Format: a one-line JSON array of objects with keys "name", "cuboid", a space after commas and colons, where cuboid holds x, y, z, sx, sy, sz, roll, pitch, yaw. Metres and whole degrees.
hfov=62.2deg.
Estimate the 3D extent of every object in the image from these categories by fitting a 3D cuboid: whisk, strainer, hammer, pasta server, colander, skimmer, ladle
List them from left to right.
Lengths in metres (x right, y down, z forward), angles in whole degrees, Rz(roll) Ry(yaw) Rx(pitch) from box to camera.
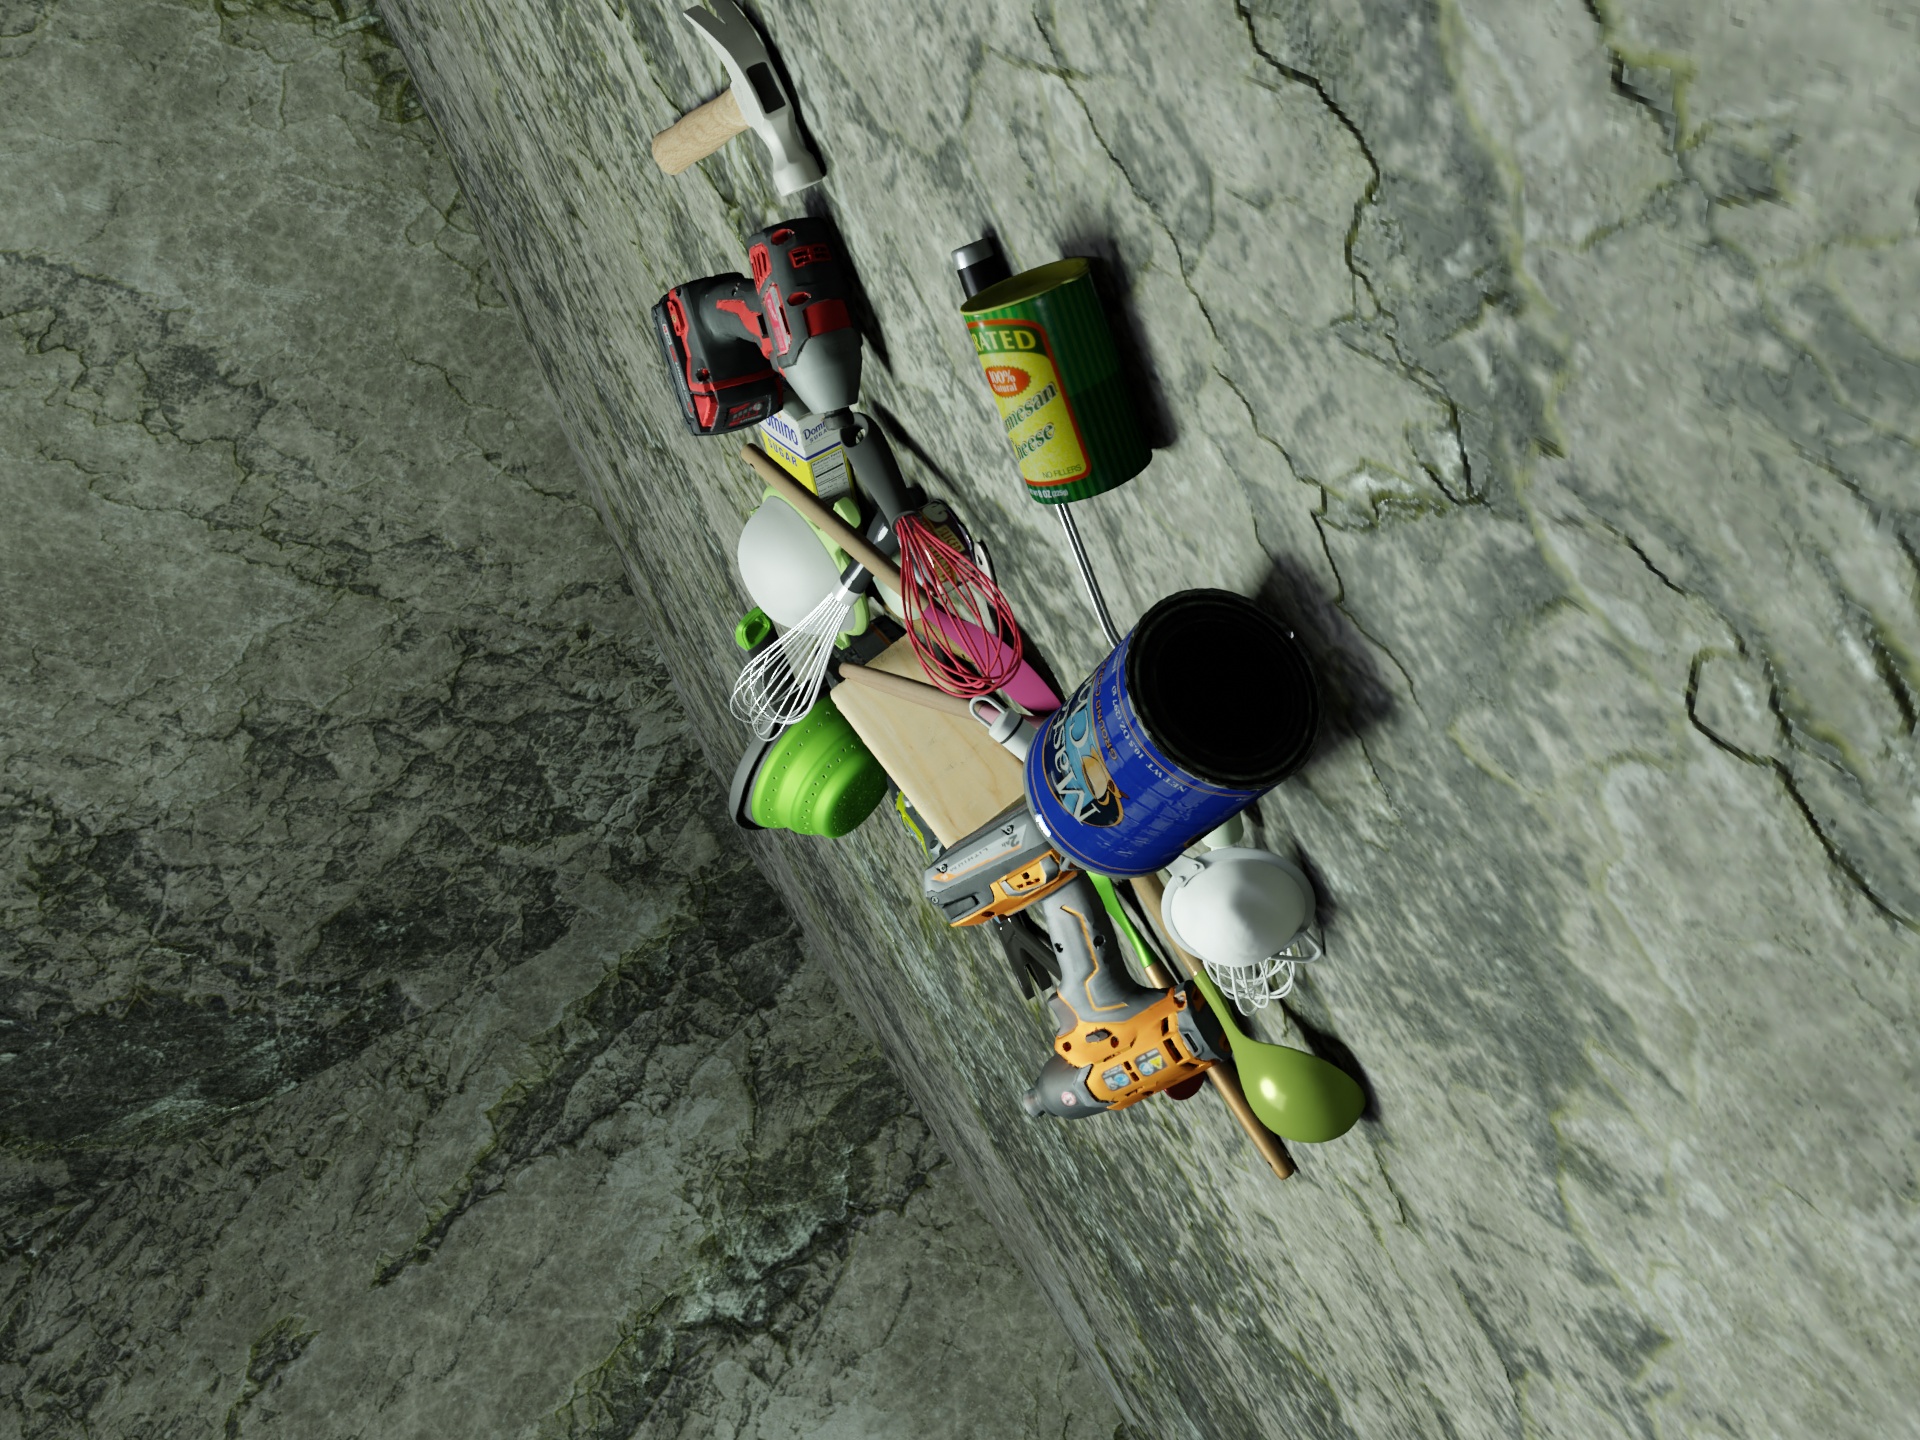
[{"name": "hammer", "cuboid": [-0.181, -0.435, 1.157, 0.130, 0.031, 0.331, 66, 166, -20]}, {"name": "strainer", "cuboid": [-0.134, -0.132, 1.327, 0.151, 0.069, 0.256, 57, 164, -2]}, {"name": "colander", "cuboid": [-0.142, 0.016, 1.566, 0.094, 0.204, 0.396, 36, 162, 21]}, {"name": "whisk", "cuboid": [-0.104, -0.082, 1.267, 0.070, 0.070, 0.284, 56, 130, 20]}, {"name": "ladle", "cuboid": [-0.055, -0.100, 1.371, 0.316, 0.031, 0.069, 36, 154, 57]}, {"name": "whisk", "cuboid": [-0.031, -0.123, 1.097, 0.073, 0.073, 0.296, 78, 169, -50]}, {"name": "pasta server", "cuboid": [-0.002, -0.004, 1.196, 0.060, 0.040, 0.316, 37, 168, -39]}, {"name": "skimmer", "cuboid": [0.041, -0.086, 0.915, 0.127, 0.090, 0.363, -65, -44, -66]}, {"name": "hammer", "cuboid": [0.115, 0.251, 1.417, 0.359, 0.036, 0.149, 33, 149, 64]}, {"name": "strainer", "cuboid": [0.104, 0.070, 0.881, 0.258, 0.087, 0.050, 39, -151, -10]}, {"name": "ladle", "cuboid": [0.160, 0.143, 1.062, 0.078, 0.062, 0.321, 75, 168, -52]}, {"name": "whisk", "cuboid": [0.154, 0.073, 0.924, 0.058, 0.059, 0.246, 3, 124, 30]}]

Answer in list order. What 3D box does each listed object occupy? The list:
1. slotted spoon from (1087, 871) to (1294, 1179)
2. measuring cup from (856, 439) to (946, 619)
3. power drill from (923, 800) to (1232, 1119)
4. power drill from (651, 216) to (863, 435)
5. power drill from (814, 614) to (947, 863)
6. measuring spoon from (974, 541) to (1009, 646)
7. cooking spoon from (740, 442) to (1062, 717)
[{"name": "slotted spoon", "cuboid": [0.158, 0.205, 1.196, 0.314, 0.031, 0.070, 58, 166, 10]}, {"name": "measuring cup", "cuboid": [-0.067, -0.156, 1.270, 0.167, 0.038, 0.083, 62, 166, -9]}, {"name": "power drill", "cuboid": [0.070, 0.179, 1.146, 0.226, 0.164, 0.084, 57, -158, -1]}, {"name": "power drill", "cuboid": [-0.142, -0.274, 1.166, 0.220, 0.078, 0.143, 5, 114, 60]}, {"name": "power drill", "cuboid": [-0.055, 0.022, 1.500, 0.191, 0.080, 0.228, 47, 163, 60]}, {"name": "measuring spoon", "cuboid": [0.018, -0.080, 1.158, 0.034, 0.018, 0.124, 50, 161, 41]}, {"name": "cooking spoon", "cuboid": [-0.042, -0.099, 1.165, 0.319, 0.017, 0.068, 41, 163, 8]}]
